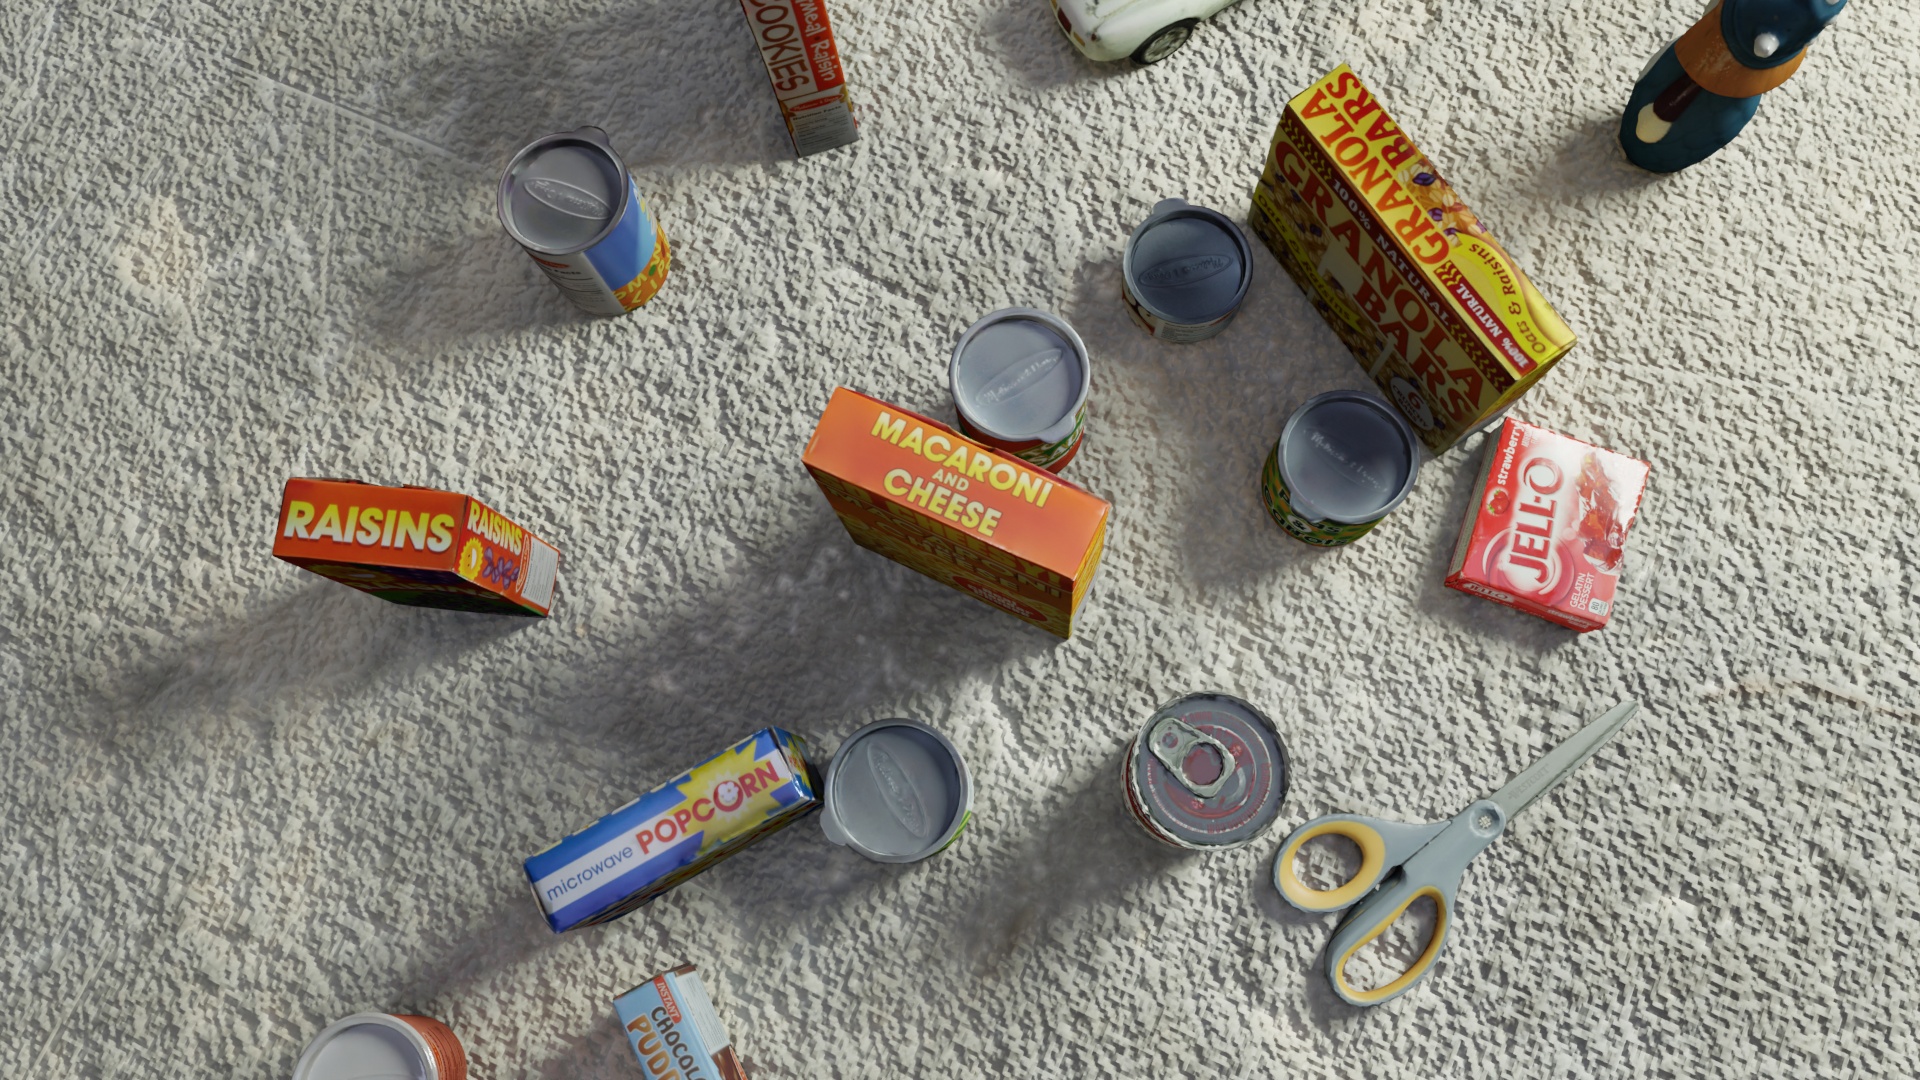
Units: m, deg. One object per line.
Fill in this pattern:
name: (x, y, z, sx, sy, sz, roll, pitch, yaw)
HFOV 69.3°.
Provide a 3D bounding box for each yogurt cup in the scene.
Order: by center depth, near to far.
yogurt cup: (-0.266, 0.252, 0.646, 0.072, 0.054, 0.072, -1, 77, 3)

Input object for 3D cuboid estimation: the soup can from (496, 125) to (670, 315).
soup can: (-0.192, -0.164, 0.722, 0.071, 0.083, 0.071, -1, 77, 3)

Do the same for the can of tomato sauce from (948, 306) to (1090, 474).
can of tomato sauce: (0.031, -0.068, 0.688, 0.071, 0.083, 0.071, -1, 77, 3)

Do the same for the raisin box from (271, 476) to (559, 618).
raisin box: (-0.255, 0.005, 0.667, 0.086, 0.123, 0.040, 6, 78, 5)

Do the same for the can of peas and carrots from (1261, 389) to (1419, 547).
can of peas and carrots: (0.184, -0.032, 0.684, 0.071, 0.058, 0.071, -1, 77, 3)

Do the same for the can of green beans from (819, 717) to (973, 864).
can of green beans: (-0.028, 0.120, 0.661, 0.071, 0.057, 0.071, -1, 77, 3)

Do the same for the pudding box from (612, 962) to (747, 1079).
pudding box: (-0.125, 0.241, 0.643, 0.030, 0.049, 0.084, -29, 77, -3)

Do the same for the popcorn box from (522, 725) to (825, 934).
popcorn box: (-0.129, 0.135, 0.649, 0.127, 0.085, 0.038, -29, 78, -3)

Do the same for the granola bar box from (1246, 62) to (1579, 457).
granola bar box: (0.209, -0.129, 0.671, 0.039, 0.124, 0.166, -34, 78, -4)

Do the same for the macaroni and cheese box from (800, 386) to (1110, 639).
macaroni and cheese box: (0.002, -0.008, 0.633, 0.124, 0.166, 0.040, 24, 80, 8)

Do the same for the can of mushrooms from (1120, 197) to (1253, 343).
can of mushrooms: (0.117, -0.141, 0.725, 0.071, 0.033, 0.071, -1, 77, 3)

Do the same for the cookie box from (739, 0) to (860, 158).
cookie box: (-0.093, -0.291, 0.703, 0.040, 0.167, 0.123, -16, 77, 0)
